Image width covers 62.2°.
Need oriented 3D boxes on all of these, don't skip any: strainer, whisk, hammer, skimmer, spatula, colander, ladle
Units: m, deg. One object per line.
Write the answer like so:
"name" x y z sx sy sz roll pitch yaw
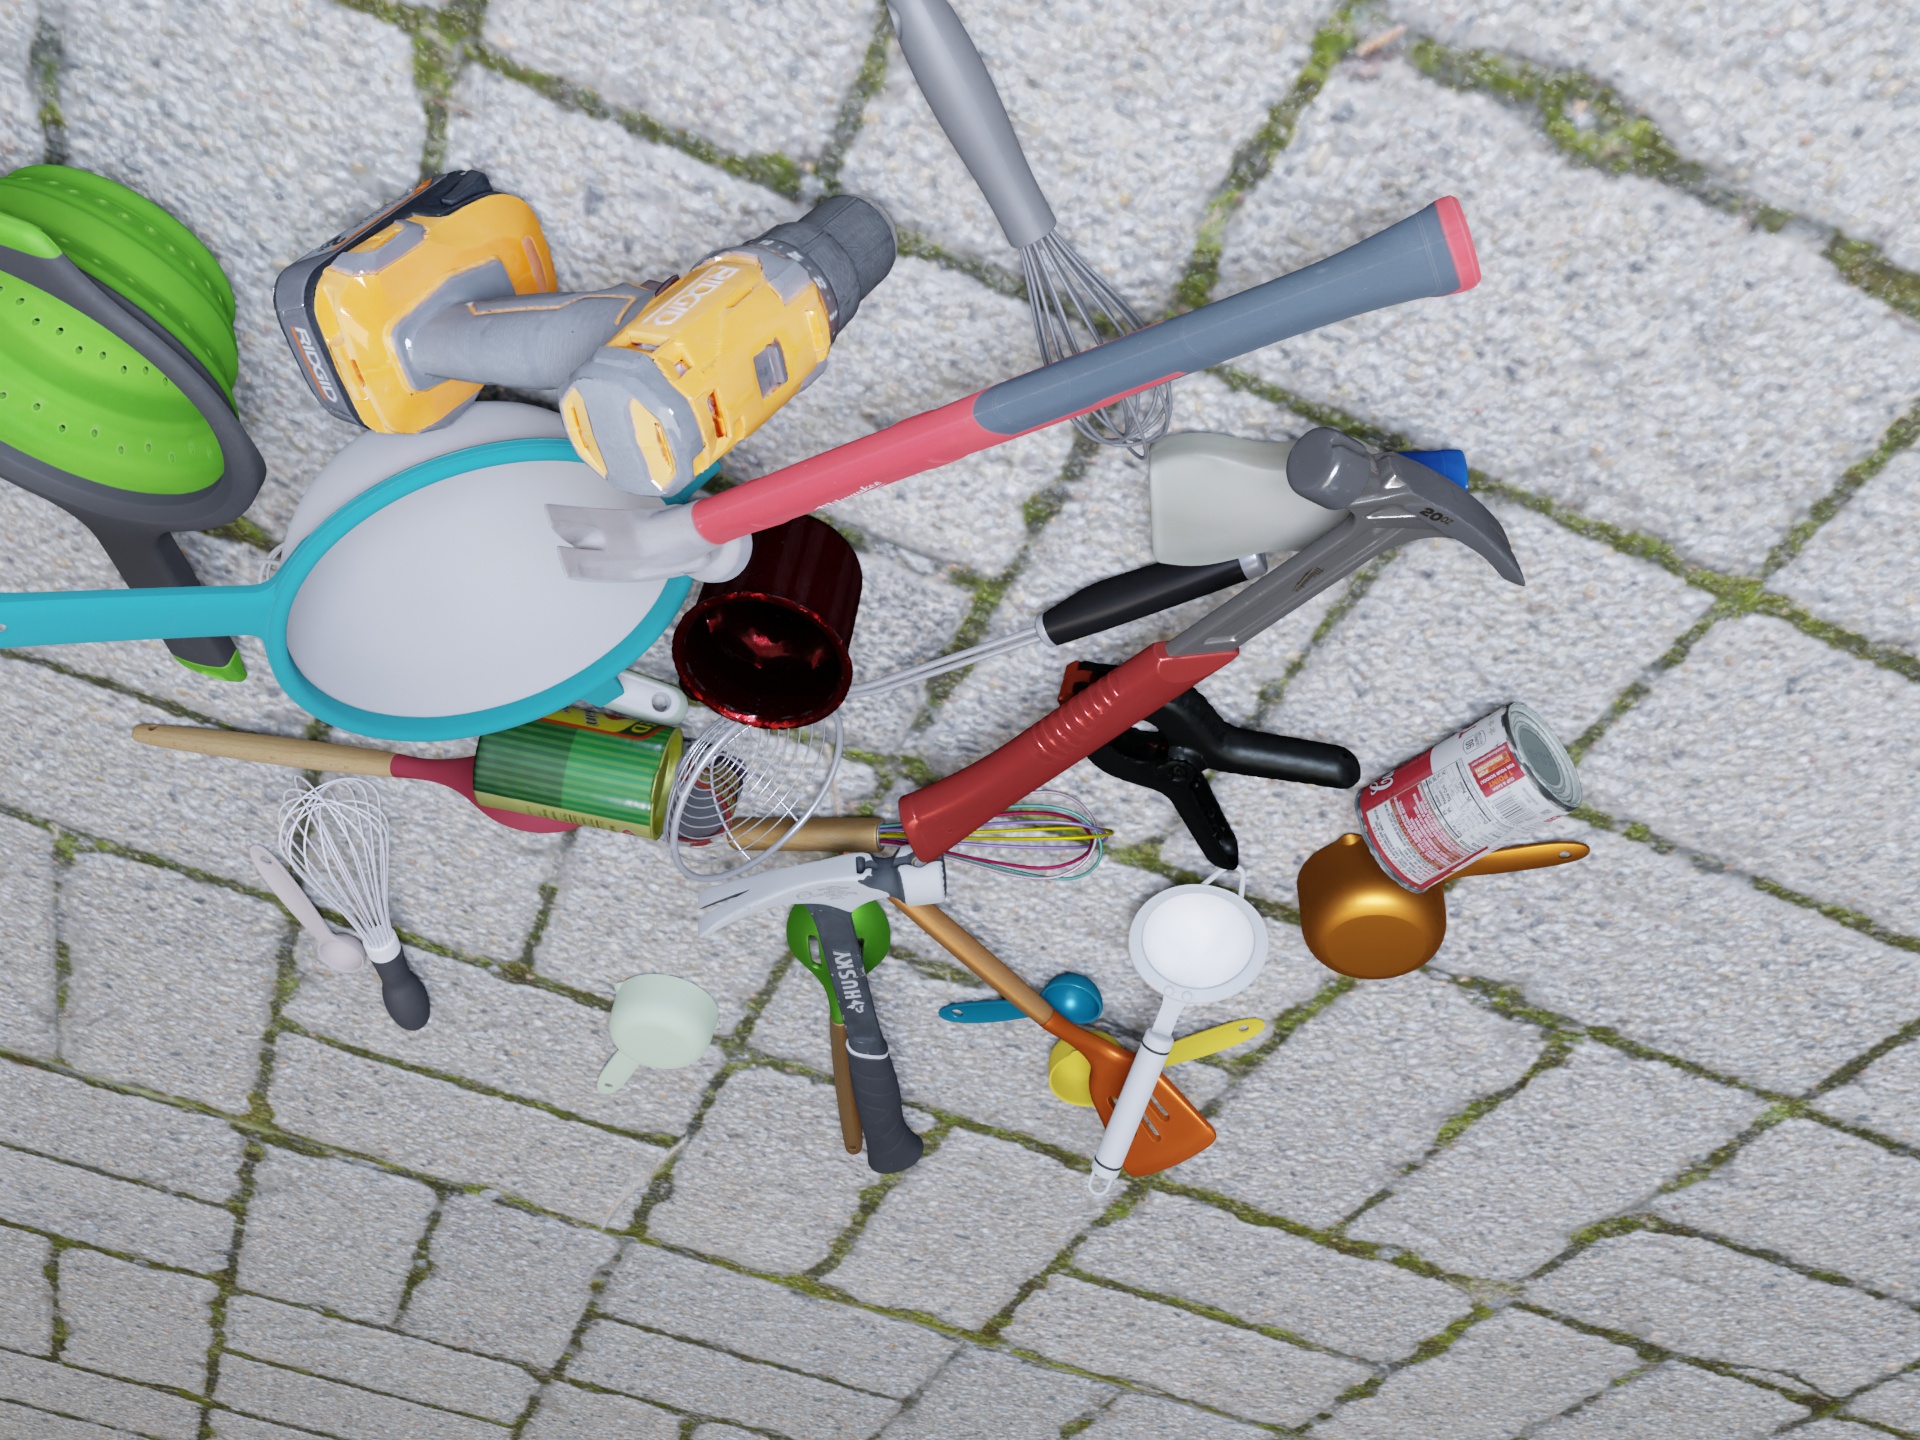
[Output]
"strainer" 0.128 0.197 1.019 0.087 0.050 0.258 19 107 0
"whisk" -0.402 0.135 1.084 0.070 0.070 0.284 6 139 3
"hammer" -0.070 0.213 1.073 0.149 0.036 0.408 -6 141 0
"whisk" 0.031 -0.212 0.691 0.055 0.055 0.238 -18 124 24
"strainer" -0.297 -0.083 0.756 0.340 0.095 0.211 -7 145 -36
"whisk" -0.027 0.071 0.975 0.245 0.047 0.051 -1 121 16
"skimmer" -0.001 -0.003 0.864 0.363 0.090 0.127 -19 161 21
"spatula" 0.039 0.187 1.049 0.322 0.041 0.081 42 125 -18
"colander" -0.417 -0.147 0.806 0.204 0.095 0.396 15 152 1
"hammer" 0.016 -0.130 0.658 0.386 0.143 0.038 -17 89 20
"hammer" 0.100 -0.016 0.811 0.149 0.037 0.359 19 139 -37
"ladle" -0.369 0.025 0.978 0.315 0.069 0.031 6 133 11
"whisk" -0.271 -0.045 0.898 0.246 0.058 0.059 20 169 -16

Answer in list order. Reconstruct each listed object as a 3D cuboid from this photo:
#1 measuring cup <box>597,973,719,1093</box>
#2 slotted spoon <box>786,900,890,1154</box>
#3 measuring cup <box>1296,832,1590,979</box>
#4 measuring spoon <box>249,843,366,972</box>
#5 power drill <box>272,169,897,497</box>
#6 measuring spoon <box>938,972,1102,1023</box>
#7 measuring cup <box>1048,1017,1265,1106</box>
"measuring cup" -0.238 0.248 1.174 0.083 0.038 0.167 26 130 -16
"slotted spoon" -0.082 0.227 1.141 0.070 0.031 0.313 2 135 2
"measuring cup" 0.287 0.108 0.949 0.173 0.052 0.095 -13 130 23
"measuring spoon" -0.457 0.129 1.118 0.034 0.018 0.124 -12 123 20
"power drill" -0.152 -0.180 0.681 0.226 0.185 0.084 15 137 27
"measuring spoon" 0.041 0.192 1.098 0.128 0.021 0.042 -12 126 31
"measuring cup" 0.136 0.227 1.113 0.156 0.029 0.062 -20 124 10
